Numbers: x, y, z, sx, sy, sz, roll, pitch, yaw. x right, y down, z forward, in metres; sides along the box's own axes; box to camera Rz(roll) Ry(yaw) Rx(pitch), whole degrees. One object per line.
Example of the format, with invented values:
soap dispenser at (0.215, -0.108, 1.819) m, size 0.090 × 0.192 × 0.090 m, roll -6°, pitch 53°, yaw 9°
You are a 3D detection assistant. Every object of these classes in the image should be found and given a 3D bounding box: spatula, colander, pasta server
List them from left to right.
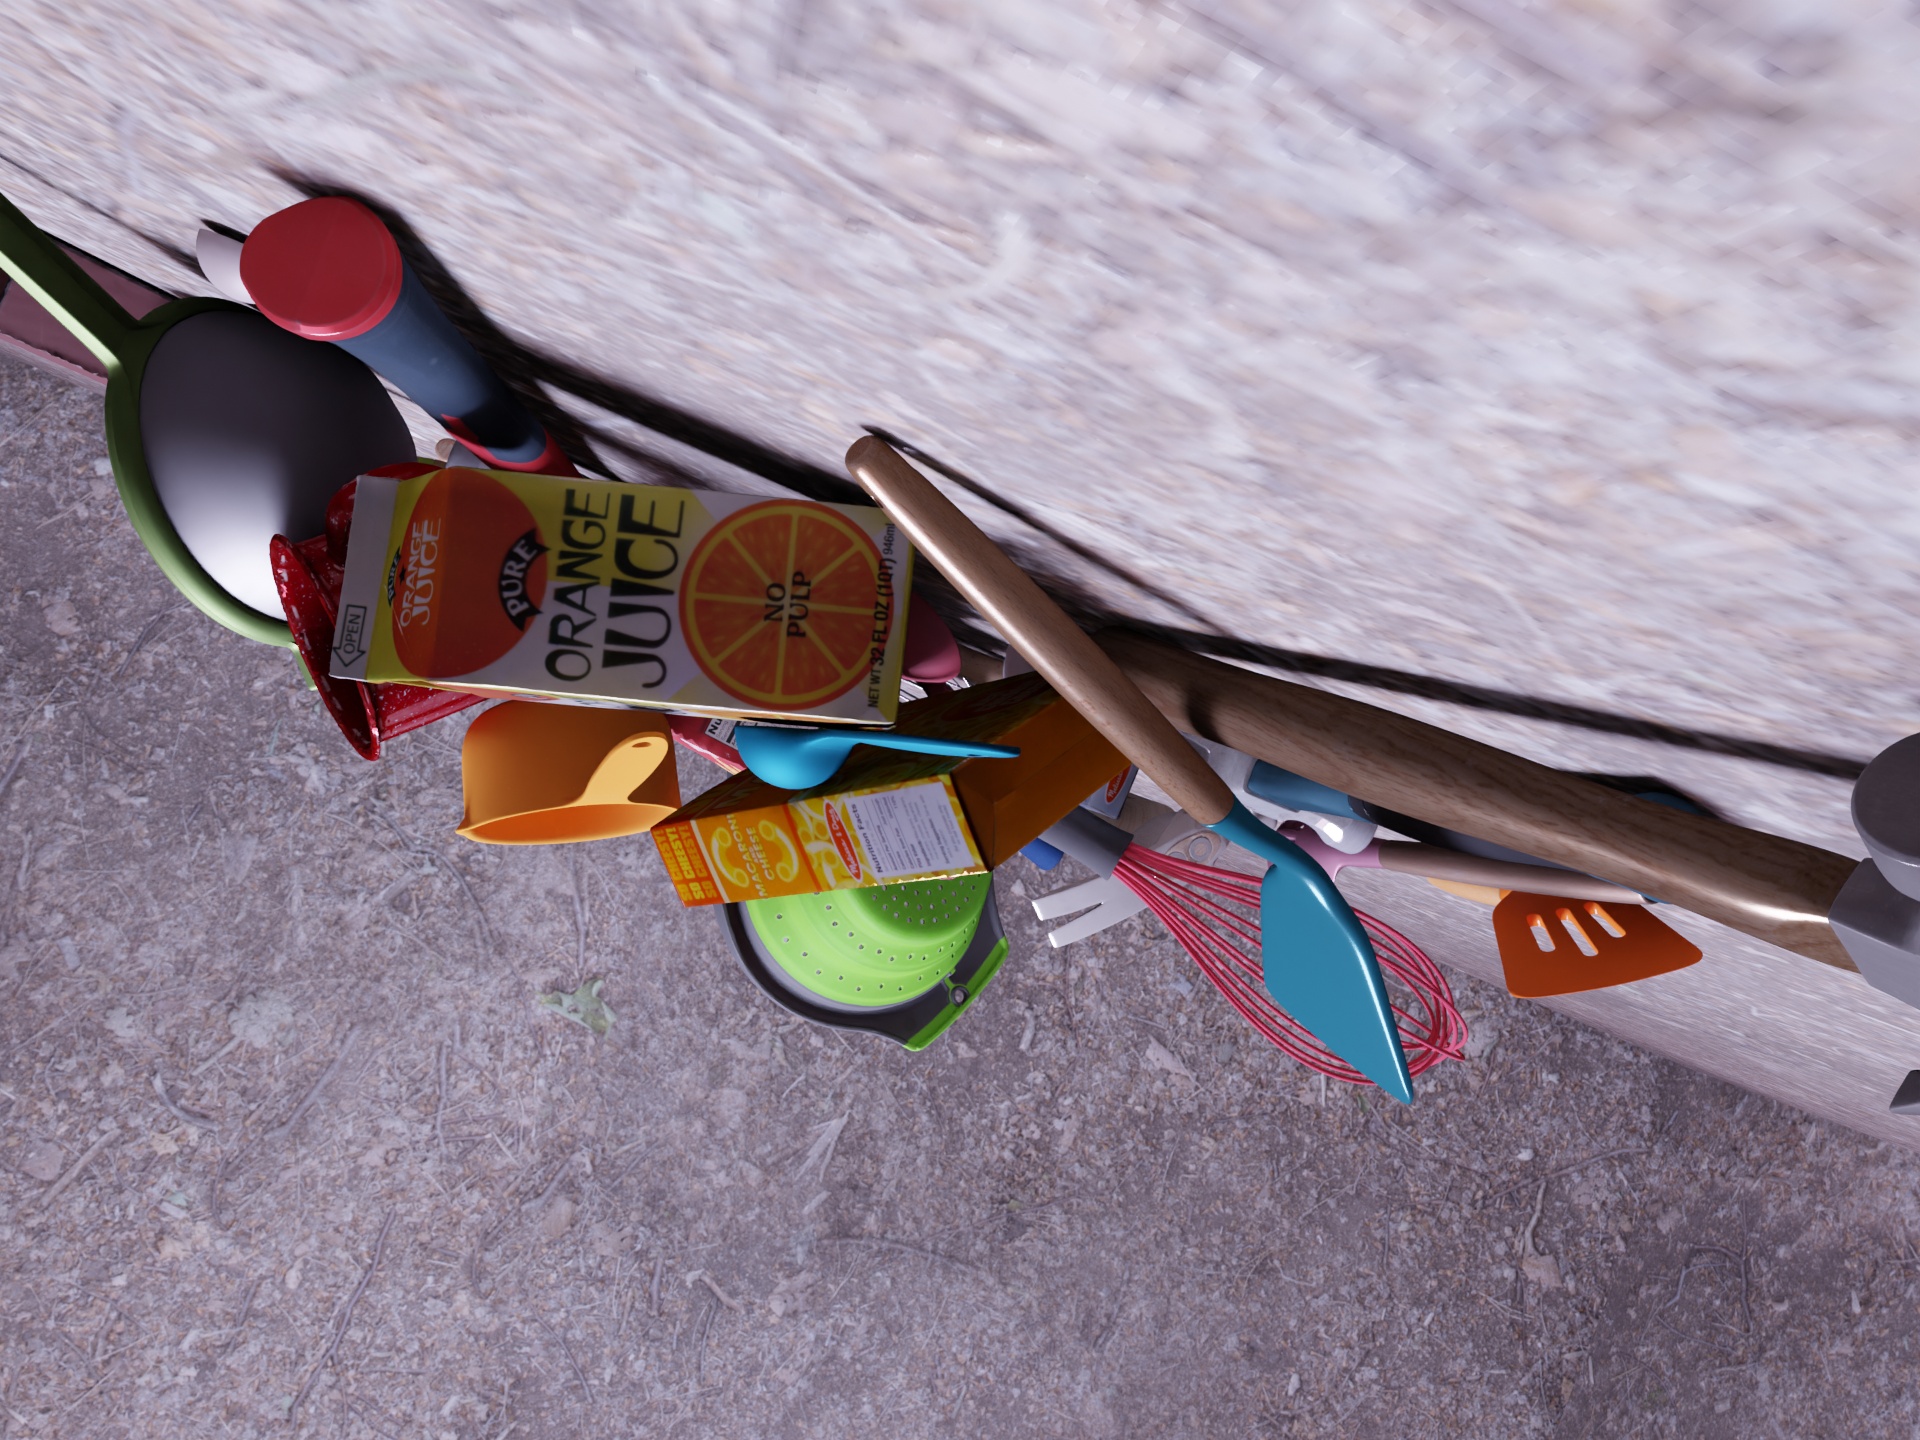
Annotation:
spatula at (-0.295, -0.148, 0.985) m, size 0.059 × 0.018 × 0.316 m, roll 22°, pitch 178°, yaw -10°
colander at (-0.097, 0.026, 0.986) m, size 0.397 × 0.204 × 0.094 m, roll 51°, pitch 149°, yaw -9°
spatula at (0.062, 0.023, 0.509) m, size 0.317 × 0.044 × 0.082 m, roll 42°, pitch 177°, yaw -35°
pasta server at (0.230, 0.071, 0.774) m, size 0.040 × 0.060 × 0.316 m, roll 32°, pitch 170°, yaw -14°
spatula at (0.281, 0.097, 0.819) m, size 0.081 × 0.041 × 0.322 m, roll -13°, pitch 176°, yaw 4°

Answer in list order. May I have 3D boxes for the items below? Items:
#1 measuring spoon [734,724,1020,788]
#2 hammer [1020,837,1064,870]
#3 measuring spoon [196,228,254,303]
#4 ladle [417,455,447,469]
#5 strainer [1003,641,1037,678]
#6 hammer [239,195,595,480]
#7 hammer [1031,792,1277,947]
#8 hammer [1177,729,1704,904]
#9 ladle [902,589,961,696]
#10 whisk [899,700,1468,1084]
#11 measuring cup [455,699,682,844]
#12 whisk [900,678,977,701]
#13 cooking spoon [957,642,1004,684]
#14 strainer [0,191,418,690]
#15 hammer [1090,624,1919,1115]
measuring spoon at (-0.029, 0.015, 0.526) m, size 0.042 × 0.021 × 0.129 m, roll 8°, pitch 176°, yaw -44°
hammer at (-0.074, 0.010, 1.179) m, size 0.405 × 0.035 × 0.144 m, roll 33°, pitch -172°, yaw -29°
measuring spoon at (-0.241, -0.148, 0.580) m, size 0.034 × 0.018 × 0.124 m, roll 22°, pitch 178°, yaw 1°
ladle at (-0.239, -0.129, 0.810) m, size 0.320 × 0.062 × 0.078 m, roll 17°, pitch 174°, yaw -20°
strainer at (0.044, 0.001, 0.738) m, size 0.087 × 0.050 × 0.258 m, roll 44°, pitch 177°, yaw 4°
hammer at (-0.158, -0.103, 0.587) m, size 0.143 × 0.038 × 0.386 m, roll 22°, pitch 177°, yaw -4°
hammer at (0.053, 0.049, 1.061) m, size 0.038 × 0.146 × 0.411 m, roll 65°, pitch 169°, yaw -15°
hammer at (0.169, 0.032, 0.611) m, size 0.128 × 0.033 × 0.331 m, roll 22°, pitch 177°, yaw -11°
ladle at (-0.001, -0.003, 0.830) m, size 0.069 × 0.031 × 0.315 m, roll 25°, pitch 170°, yaw 22°
whisk at (0.086, 0.070, 0.695) m, size 0.296 × 0.073 × 0.073 m, roll 31°, pitch 178°, yaw 8°
measuring cup at (-0.144, 0.008, 0.621) m, size 0.095 × 0.052 × 0.173 m, roll -2°, pitch 165°, yaw -26°
whisk at (-0.100, -0.051, 0.934) m, size 0.284 × 0.070 × 0.070 m, roll 29°, pitch 175°, yaw -17°
cooking spoon at (0.011, -0.028, 0.843) m, size 0.318 × 0.017 × 0.068 m, roll 23°, pitch 162°, yaw -9°
strainer at (-0.291, -0.138, 0.626) m, size 0.069 × 0.152 × 0.256 m, roll -12°, pitch 144°, yaw 18°
hammer at (0.138, 0.019, 0.434) m, size 0.130 × 0.031 × 0.331 m, roll 44°, pitch 169°, yaw -30°
